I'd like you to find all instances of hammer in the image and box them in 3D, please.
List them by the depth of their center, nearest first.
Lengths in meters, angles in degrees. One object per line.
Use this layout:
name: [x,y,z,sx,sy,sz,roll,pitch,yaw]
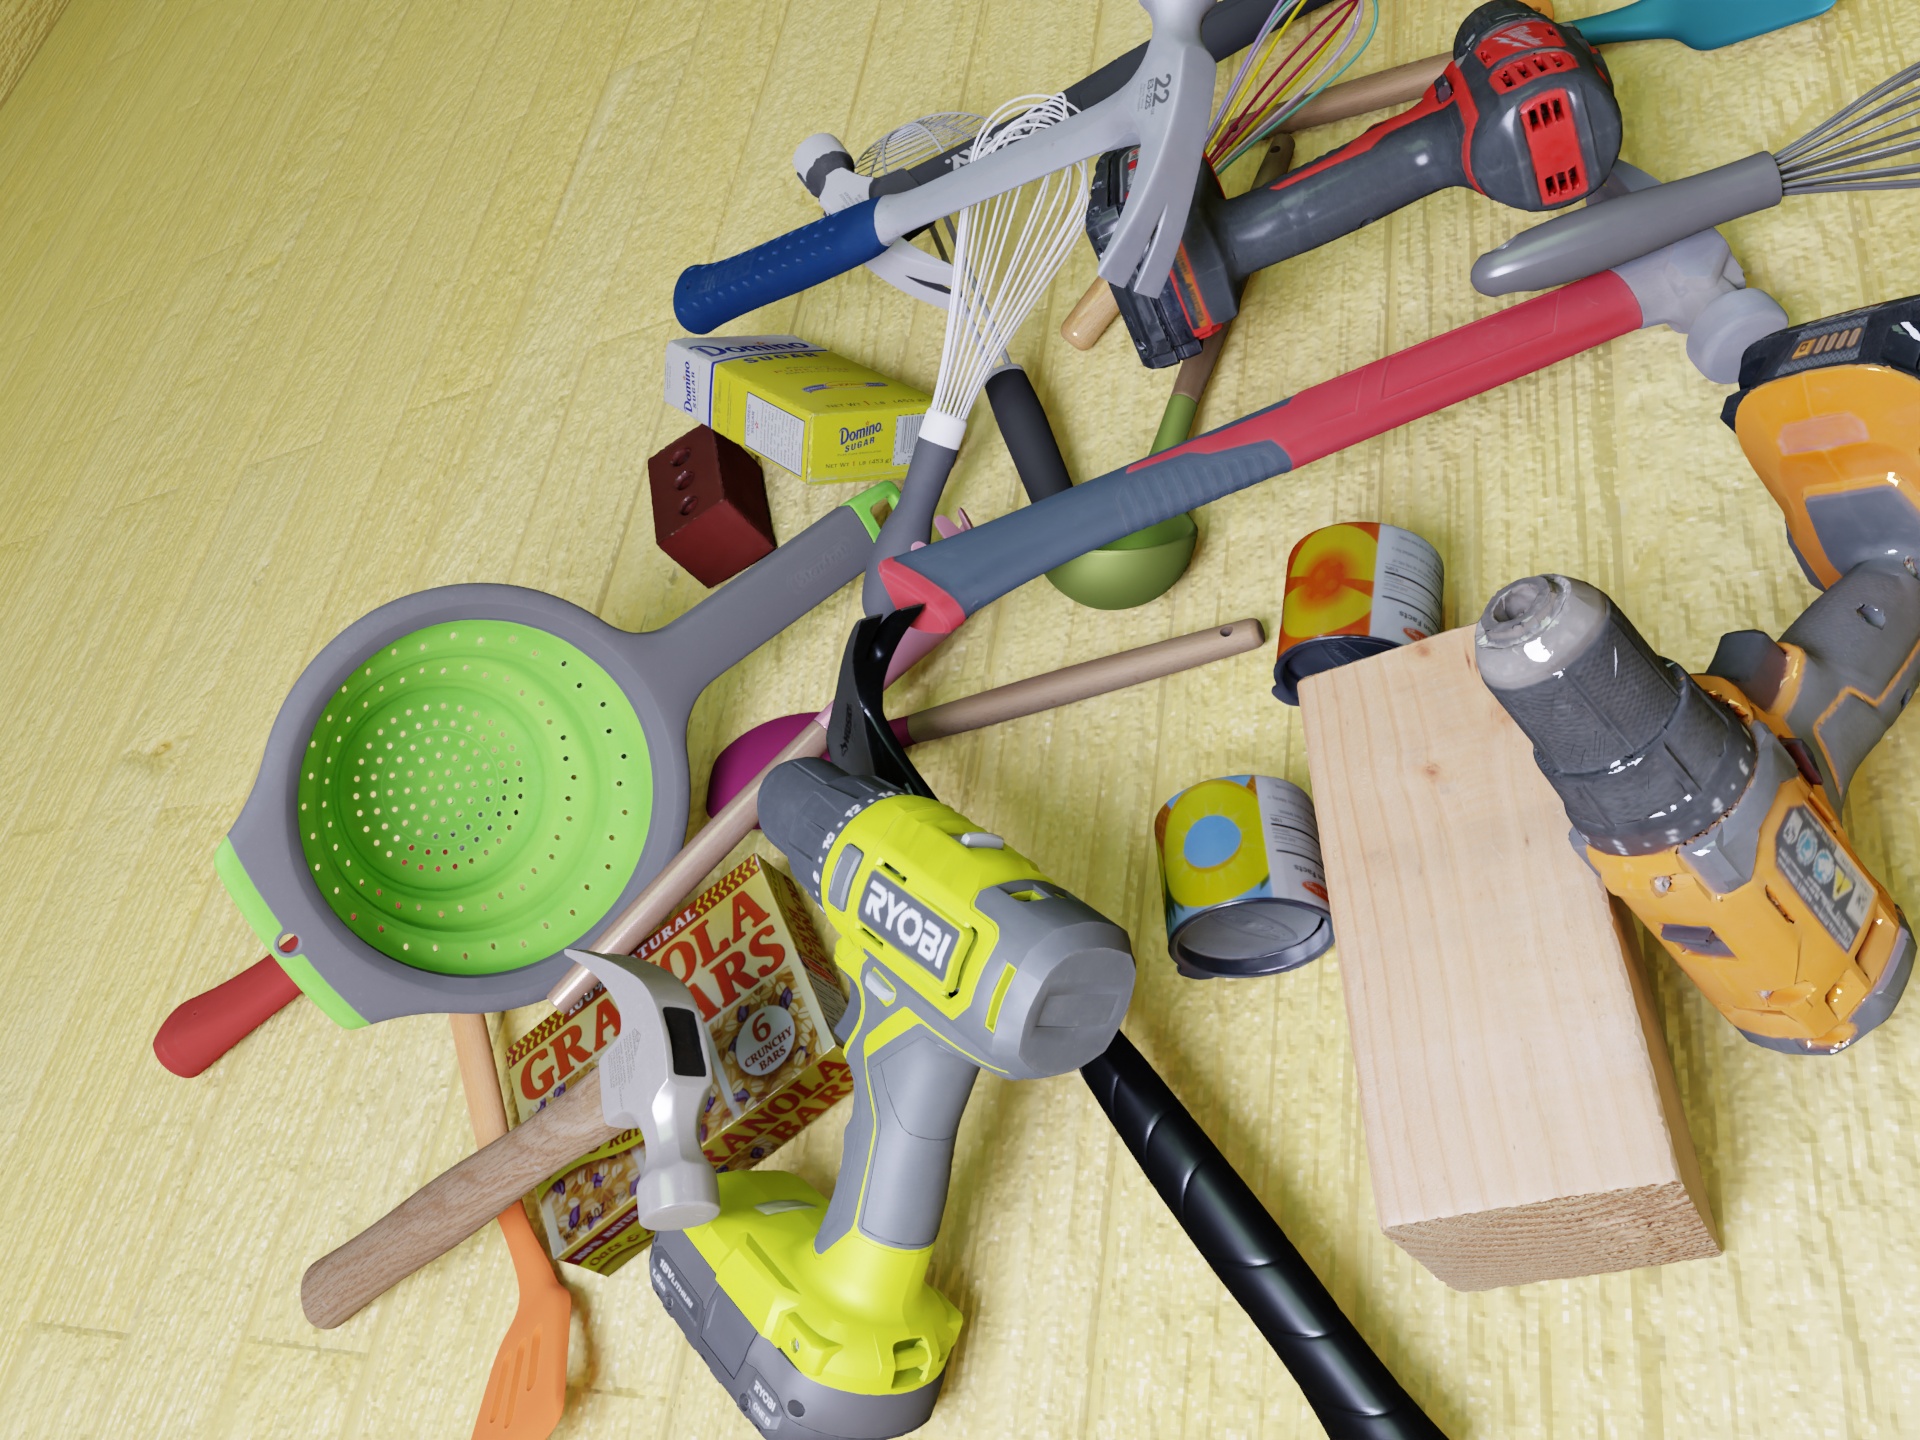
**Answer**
hammer: [0.047,0.114,0.623,0.036,0.149,0.409,-17,47,-26]
hammer: [0.144,-0.138,0.708,0.386,0.038,0.143,-21,49,5]
hammer: [-0.214,0.206,0.712,0.331,0.031,0.130,-37,51,35]
hammer: [-0.032,-0.246,0.792,0.406,0.035,0.144,-1,82,51]
hammer: [0.081,-0.348,0.897,0.335,0.035,0.146,-30,61,-6]
hammer: [-0.328,0.104,0.930,0.359,0.036,0.149,-37,47,8]

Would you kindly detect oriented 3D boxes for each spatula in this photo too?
spatula: [-0.236,0.205,0.779,0.081,0.041,0.323,-44,51,24]
spatula: [0.270,-0.344,0.810,0.317,0.044,0.082,-5,84,34]

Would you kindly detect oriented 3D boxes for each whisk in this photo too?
whisk: [0.328,-0.218,0.644,0.239,0.055,0.055,-16,52,15]
whisk: [0.002,-0.181,0.820,0.070,0.070,0.284,33,108,43]
whisk: [0.138,-0.301,0.860,0.245,0.051,0.047,-52,6,11]

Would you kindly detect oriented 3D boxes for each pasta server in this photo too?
pasta server: [-0.092,0.019,0.790,0.040,0.060,0.316,41,80,12]

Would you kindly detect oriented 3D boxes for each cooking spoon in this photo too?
cooking spoon: [-0.001,-0.003,0.786,0.319,0.017,0.069,-15,53,27]

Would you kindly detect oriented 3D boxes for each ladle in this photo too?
ladle: [0.118,-0.190,0.805,0.078,0.062,0.320,10,64,28]

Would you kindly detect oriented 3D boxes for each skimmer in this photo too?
skimmer: [0.016,-0.224,0.916,0.127,0.090,0.364,-23,60,7]

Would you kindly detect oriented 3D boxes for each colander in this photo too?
colander: [-0.188,-0.010,0.824,0.397,0.204,0.094,-39,21,-26]

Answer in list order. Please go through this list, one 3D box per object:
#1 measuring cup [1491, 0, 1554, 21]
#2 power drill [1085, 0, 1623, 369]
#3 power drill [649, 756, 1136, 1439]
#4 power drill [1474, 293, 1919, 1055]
measuring cup: [0.274,-0.430,0.858,0.095,0.052,0.174,-29,46,16]
power drill: [0.180,-0.264,0.743,0.226,0.080,0.188,-17,32,20]
power drill: [-0.043,0.137,0.618,0.191,0.080,0.228,30,106,45]
power drill: [0.260,-0.035,0.505,0.226,0.185,0.084,-55,22,-19]
